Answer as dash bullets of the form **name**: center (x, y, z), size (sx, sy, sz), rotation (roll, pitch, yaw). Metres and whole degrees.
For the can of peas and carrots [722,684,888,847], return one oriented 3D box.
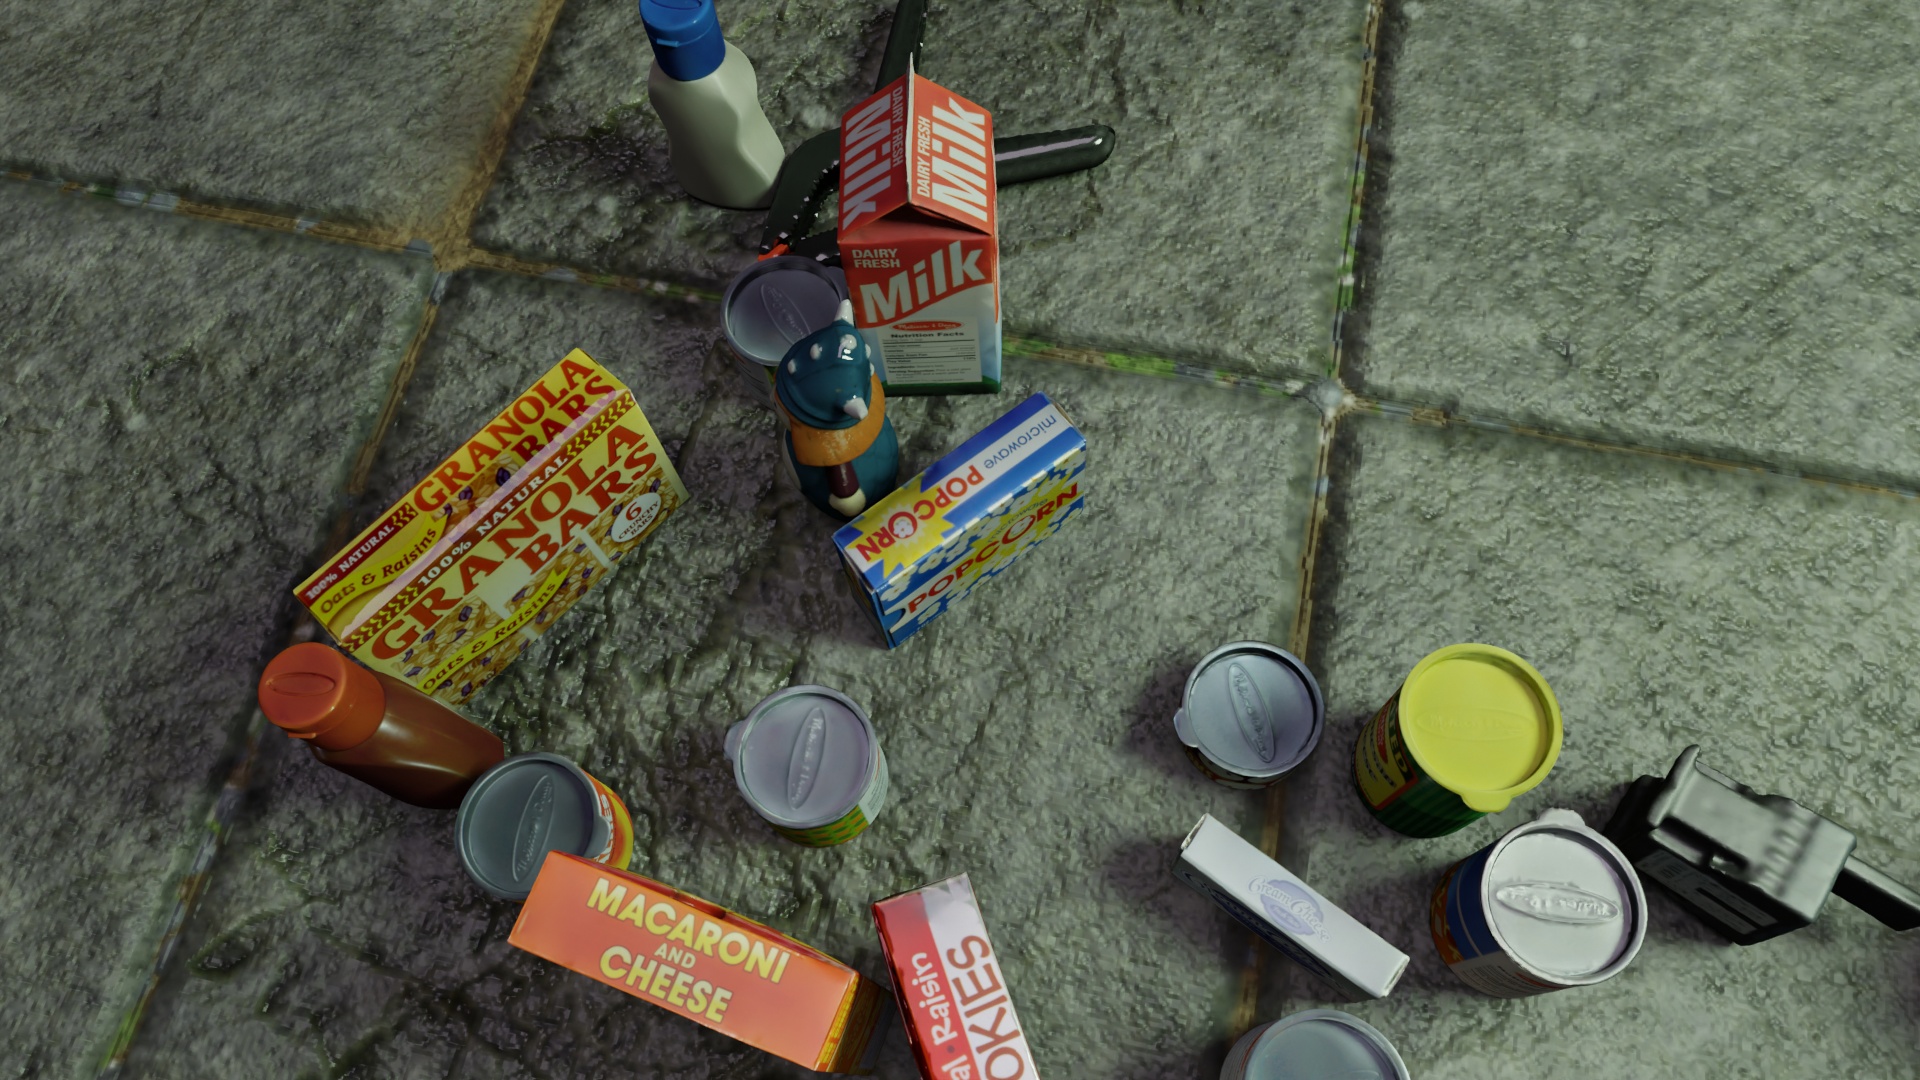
- **can of peas and carrots**: center (-0.071, 0.107, 0.651), size (0.071, 0.058, 0.071), rotation (-1, 68, 3)

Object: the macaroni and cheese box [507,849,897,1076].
- **macaroni and cheese box**: center (-0.095, 0.175, 0.566), size (0.124, 0.166, 0.040), rotation (19, 70, 10)

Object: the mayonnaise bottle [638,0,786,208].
- **mayonnaise bottle**: center (-0.136, -0.237, 0.747), size (0.065, 0.147, 0.041), rotation (12, 69, 8)

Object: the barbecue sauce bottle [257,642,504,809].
- **barbecue sauce bottle**: center (-0.259, 0.085, 0.621), size (0.065, 0.148, 0.044), rotation (2, 68, 4)

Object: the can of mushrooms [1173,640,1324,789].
- **can of mushrooms**: center (0.135, 0.084, 0.664), size (0.071, 0.033, 0.071), rotation (-1, 68, 2)

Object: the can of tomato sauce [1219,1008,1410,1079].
- **can of tomato sauce**: center (0.146, 0.233, 0.575), size (0.071, 0.082, 0.071), rotation (-1, 68, 3)

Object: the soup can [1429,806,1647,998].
- **soup can**: center (0.247, 0.159, 0.601), size (0.071, 0.083, 0.071), rotation (-1, 68, 3)

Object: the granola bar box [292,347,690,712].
- **granola bar box**: center (-0.216, -0.001, 0.667), size (0.039, 0.123, 0.166), rotation (41, 75, 17)

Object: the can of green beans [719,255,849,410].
- **can of green beans**: center (-0.090, -0.108, 0.741), size (0.071, 0.057, 0.071), rotation (-1, 68, 3)

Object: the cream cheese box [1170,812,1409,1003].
- **cream cheese box**: center (0.144, 0.165, 0.619), size (0.104, 0.053, 0.024), rotation (35, 74, 15)

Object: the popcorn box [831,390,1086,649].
- **popcorn box**: center (0.002, -0.009, 0.680), size (0.127, 0.085, 0.038), rotation (-36, 71, -11)

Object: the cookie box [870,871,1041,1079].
- **cookie box**: center (0.008, 0.206, 0.548), size (0.040, 0.167, 0.123), rotation (-20, 68, -5)

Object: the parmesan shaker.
- **parmesan shaker**: center (0.216, 0.095, 0.618), size (0.071, 0.102, 0.071), rotation (-1, 68, 3)

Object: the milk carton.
- **milk carton**: center (-0.018, -0.146, 0.681), size (0.073, 0.190, 0.072), rotation (-2, 68, 2)

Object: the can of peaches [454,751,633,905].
- **can of peaches**: center (-0.189, 0.138, 0.645), size (0.071, 0.058, 0.071), rotation (-1, 68, 3)
